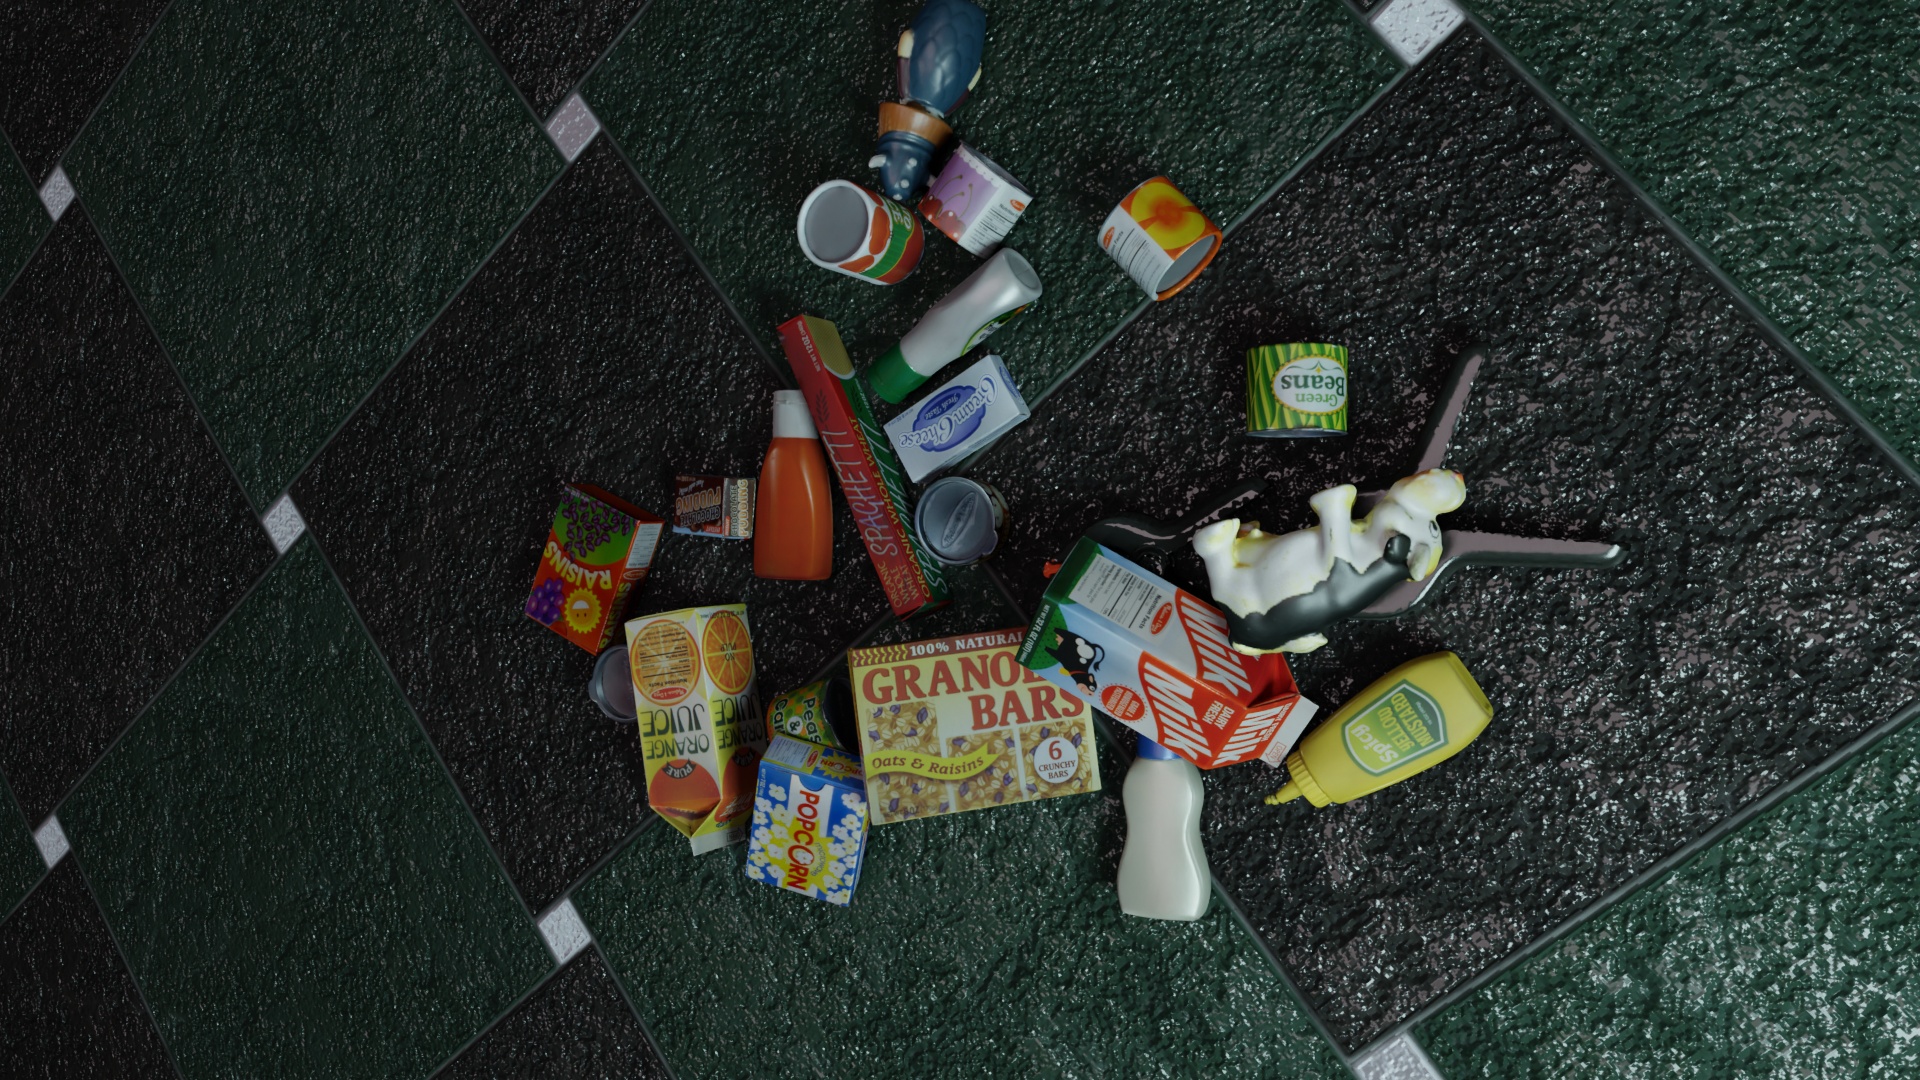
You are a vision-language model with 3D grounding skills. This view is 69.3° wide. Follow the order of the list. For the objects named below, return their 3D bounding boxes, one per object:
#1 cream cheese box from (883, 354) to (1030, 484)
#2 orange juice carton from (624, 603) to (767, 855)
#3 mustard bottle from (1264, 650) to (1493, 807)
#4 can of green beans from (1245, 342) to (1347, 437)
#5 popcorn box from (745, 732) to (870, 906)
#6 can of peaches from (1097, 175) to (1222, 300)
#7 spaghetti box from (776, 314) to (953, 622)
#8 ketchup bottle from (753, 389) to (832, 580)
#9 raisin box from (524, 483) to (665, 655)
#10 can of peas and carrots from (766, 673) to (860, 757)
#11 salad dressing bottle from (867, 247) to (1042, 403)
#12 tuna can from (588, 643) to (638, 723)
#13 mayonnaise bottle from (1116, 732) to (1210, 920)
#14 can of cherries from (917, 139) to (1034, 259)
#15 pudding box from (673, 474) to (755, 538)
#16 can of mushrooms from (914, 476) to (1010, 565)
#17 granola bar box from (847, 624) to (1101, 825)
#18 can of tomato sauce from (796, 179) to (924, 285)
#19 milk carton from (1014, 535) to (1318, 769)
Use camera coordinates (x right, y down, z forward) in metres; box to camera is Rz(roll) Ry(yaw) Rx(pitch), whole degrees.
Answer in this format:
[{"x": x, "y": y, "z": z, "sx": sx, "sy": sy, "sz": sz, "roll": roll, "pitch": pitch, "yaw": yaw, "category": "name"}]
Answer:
[{"x": -0.003, "y": -0.091, "z": 1.050, "sx": 0.103, "sy": 0.024, "sz": 0.053, "roll": -32, "pitch": 79, "yaw": 21, "category": "cream cheese box"}, {"x": -0.207, "y": 0.152, "z": 1.118, "sx": 0.073, "sy": 0.072, "sz": 0.192, "roll": -11, "pitch": 85, "yaw": 24, "category": "orange juice carton"}, {"x": 0.267, "y": 0.136, "z": 0.913, "sx": 0.160, "sy": 0.049, "sz": 0.065, "roll": -38, "pitch": 74, "yaw": 20, "category": "mustard bottle"}, {"x": 0.223, "y": -0.099, "z": 0.923, "sx": 0.071, "sy": 0.071, "sz": 0.058, "roll": 1, "pitch": 90, "yaw": 25, "category": "can of green beans"}, {"x": -0.113, "y": 0.213, "z": 1.055, "sx": 0.085, "sy": 0.038, "sz": 0.126, "roll": 16, "pitch": 124, "yaw": 6, "category": "popcorn box"}, {"x": 0.140, "y": -0.210, "z": 0.962, "sx": 0.071, "sy": 0.071, "sz": 0.058, "roll": -46, "pitch": 73, "yaw": 18, "category": "can of peaches"}, {"x": -0.074, "y": -0.057, "z": 1.068, "sx": 0.028, "sy": 0.050, "sz": 0.250, "roll": -28, "pitch": 79, "yaw": 23, "category": "spaghetti box"}, {"x": -0.131, "y": -0.044, "z": 1.098, "sx": 0.064, "sy": 0.043, "sz": 0.148, "roll": 2, "pitch": 91, "yaw": 32, "category": "ketchup bottle"}, {"x": -0.312, "y": 0.024, "z": 1.183, "sx": 0.086, "sy": 0.040, "sz": 0.123, "roll": 25, "pitch": 101, "yaw": 22, "category": "raisin box"}, {"x": -0.109, "y": 0.143, "z": 1.073, "sx": 0.058, "sy": 0.071, "sz": 0.071, "roll": -21, "pitch": 82, "yaw": 24, "category": "can of peas and carrots"}, {"x": -0.007, "y": -0.157, "z": 1.034, "sx": 0.147, "sy": 0.064, "sz": 0.044, "roll": -35, "pitch": 96, "yaw": 29, "category": "salad dressing bottle"}, {"x": -0.276, "y": 0.119, "z": 1.170, "sx": 0.071, "sy": 0.033, "sz": 0.071, "roll": 0, "pitch": 90, "yaw": 25, "category": "tuna can"}, {"x": 0.143, "y": 0.188, "z": 0.976, "sx": 0.065, "sy": 0.041, "sz": 0.148, "roll": 0, "pitch": 89, "yaw": 23, "category": "mayonnaise bottle"}, {"x": 0.009, "y": -0.251, "z": 1.022, "sx": 0.071, "sy": 0.071, "sz": 0.058, "roll": 44, "pitch": 108, "yaw": 18, "category": "can of cherries"}, {"x": -0.199, "y": -0.028, "z": 1.119, "sx": 0.083, "sy": 0.030, "sz": 0.049, "roll": 6, "pitch": 93, "yaw": 51, "category": "pudding box"}, {"x": 0.004, "y": -0.013, "z": 1.042, "sx": 0.071, "sy": 0.033, "sz": 0.071, "roll": 0, "pitch": 89, "yaw": 24, "category": "can of mushrooms"}, {"x": 0.009, "y": 0.127, "z": 0.990, "sx": 0.166, "sy": 0.039, "sz": 0.124, "roll": -7, "pitch": 86, "yaw": -11, "category": "granola bar box"}, {"x": -0.074, "y": -0.234, "z": 1.049, "sx": 0.071, "sy": 0.083, "sz": 0.071, "roll": 0, "pitch": 91, "yaw": 25, "category": "can of tomato sauce"}, {"x": 0.141, "y": 0.085, "z": 0.934, "sx": 0.191, "sy": 0.074, "sz": 0.072, "roll": 29, "pitch": 134, "yaw": 9, "category": "milk carton"}]
